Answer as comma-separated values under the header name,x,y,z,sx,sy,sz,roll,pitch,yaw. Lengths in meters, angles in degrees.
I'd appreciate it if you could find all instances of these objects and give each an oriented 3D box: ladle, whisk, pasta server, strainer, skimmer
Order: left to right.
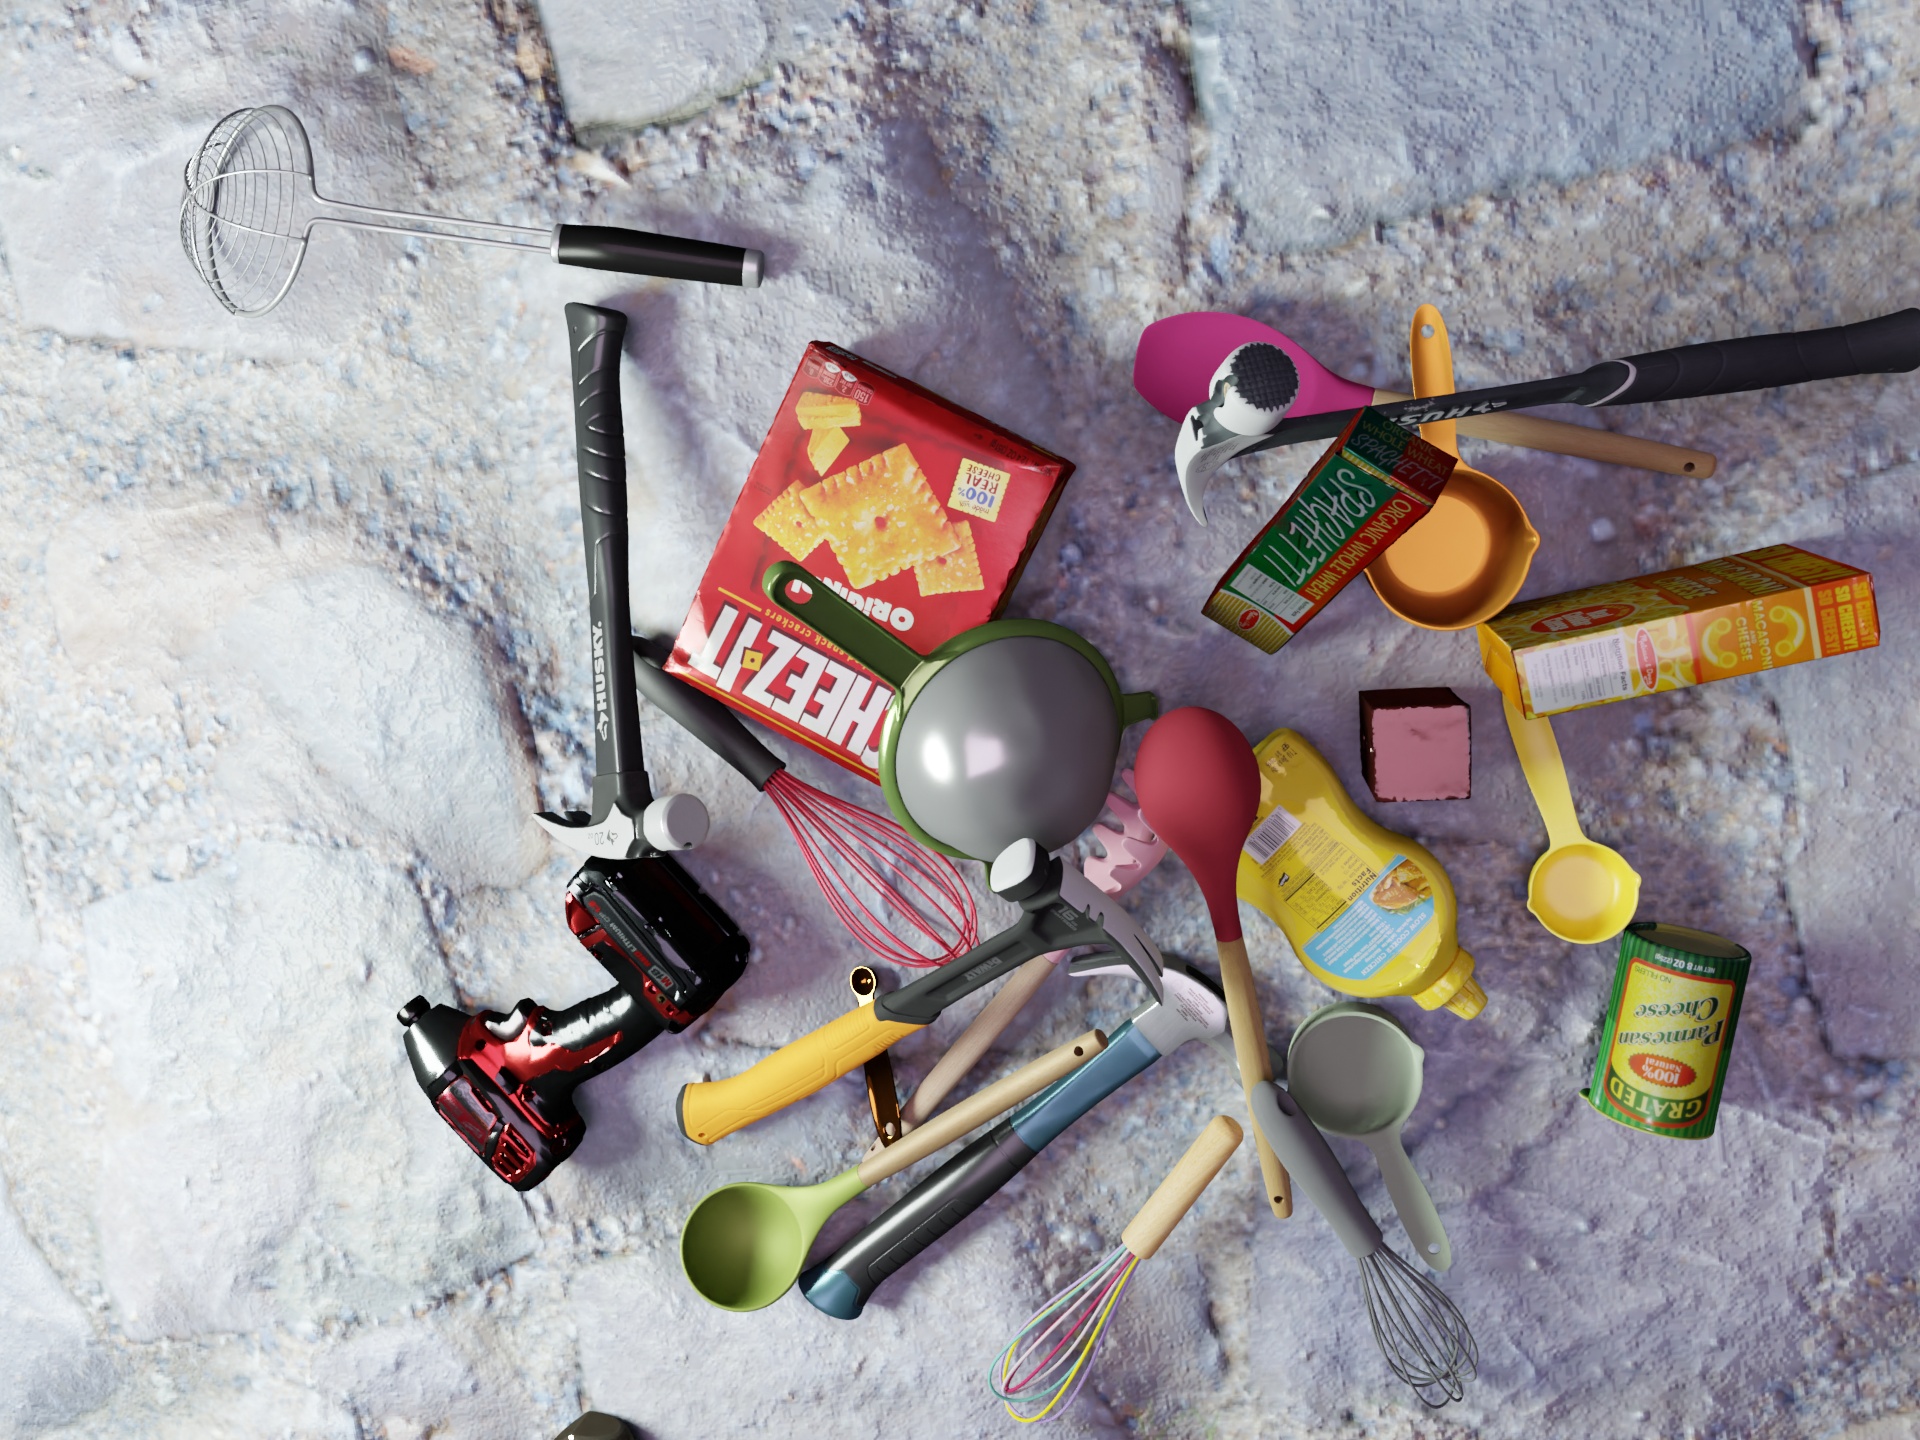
name,x,y,z,sx,sy,sz,roll,pitch,yaw
skimmer,-0.297,-0.292,0.962,0.363,0.090,0.127,7,95,-1
whisk,-0.099,0.047,0.959,0.296,0.073,0.073,41,103,8
ladle,-0.044,0.264,0.948,0.320,0.062,0.078,-36,77,24
strainer,-0.001,-0.003,0.860,0.256,0.069,0.151,36,97,-33
pasta server,0.031,0.157,0.959,0.040,0.060,0.316,33,107,-18
whisk,0.091,0.330,0.961,0.051,0.047,0.245,32,106,-5
ladle,0.155,0.145,0.897,0.069,0.031,0.315,-8,107,19
whisk,0.230,0.302,0.915,0.055,0.055,0.239,-31,103,13

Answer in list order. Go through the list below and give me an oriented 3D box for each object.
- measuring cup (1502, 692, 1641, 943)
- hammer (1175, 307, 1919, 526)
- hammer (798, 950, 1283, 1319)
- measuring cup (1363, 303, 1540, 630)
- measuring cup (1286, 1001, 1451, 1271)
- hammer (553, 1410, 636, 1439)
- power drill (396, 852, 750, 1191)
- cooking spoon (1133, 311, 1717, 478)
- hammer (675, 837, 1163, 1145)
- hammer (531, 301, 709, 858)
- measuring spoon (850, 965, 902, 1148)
name,x,y,z,sx,sy,sz,roll,pitch,yaw
measuring cup,0.335,0.048,0.900,0.062,0.029,0.156,-17,83,12
hammer,0.299,-0.161,0.790,0.409,0.149,0.036,-10,78,-11
hammer,0.030,0.263,0.976,0.331,0.033,0.128,-42,90,13
measuring cup,0.259,-0.137,0.868,0.095,0.052,0.173,-6,97,9
measuring cup,0.248,0.242,0.932,0.083,0.038,0.167,-24,95,13
hammer,-0.147,0.642,1.059,0.146,0.038,0.410,-36,90,14
power drill,-0.251,0.180,0.997,0.219,0.078,0.143,-44,88,16
cooking spoon,0.254,-0.172,0.882,0.319,0.017,0.068,13,119,8
hammer,-0.043,0.182,0.934,0.337,0.034,0.127,-33,121,29
hammer,-0.211,-0.085,0.940,0.146,0.035,0.335,-10,82,47
measuring spoon,-0.050,0.209,0.986,0.021,0.011,0.117,-12,87,32
